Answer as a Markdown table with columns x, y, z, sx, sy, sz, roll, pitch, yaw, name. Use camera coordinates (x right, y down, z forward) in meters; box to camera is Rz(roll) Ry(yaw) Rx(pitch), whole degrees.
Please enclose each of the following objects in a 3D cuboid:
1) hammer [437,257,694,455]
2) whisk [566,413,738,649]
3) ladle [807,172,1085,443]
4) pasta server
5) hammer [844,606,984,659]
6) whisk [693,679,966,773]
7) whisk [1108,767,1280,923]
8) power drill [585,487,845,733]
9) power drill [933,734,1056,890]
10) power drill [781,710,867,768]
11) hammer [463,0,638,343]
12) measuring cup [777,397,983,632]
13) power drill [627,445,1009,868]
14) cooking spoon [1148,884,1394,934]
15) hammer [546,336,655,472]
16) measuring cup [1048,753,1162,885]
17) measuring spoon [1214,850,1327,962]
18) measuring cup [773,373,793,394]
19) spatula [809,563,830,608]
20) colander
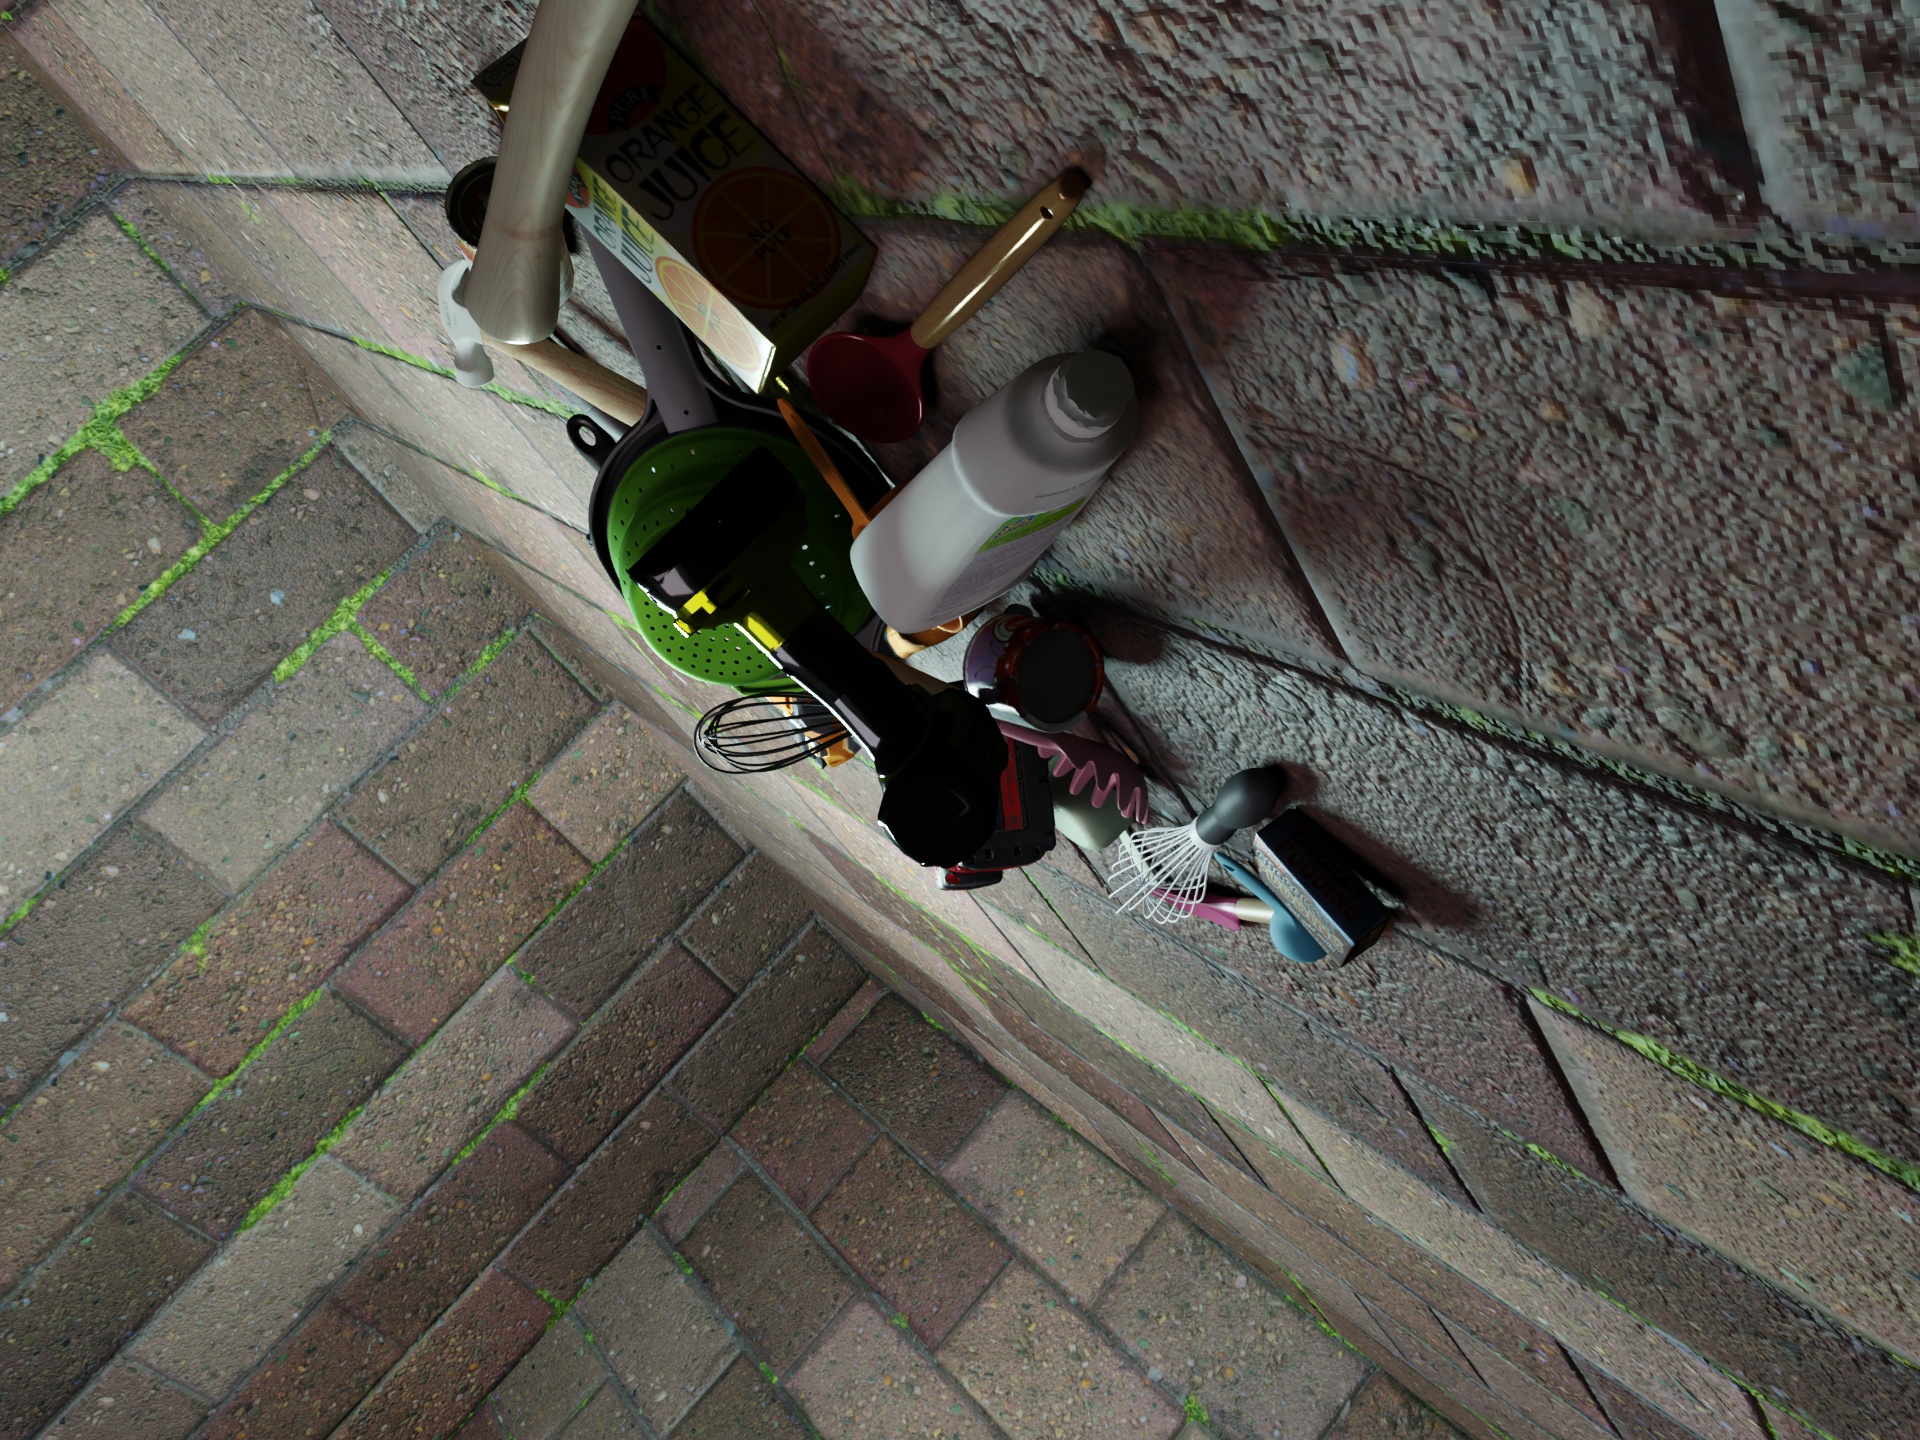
| x | y | z | sx | sy | sz | roll | pitch | yaw | name |
| --- | --- | --- | --- | --- | --- | --- | --- | --- | --- |
| -0.284 | -0.261 | 1.203 | 0.331 | 0.031 | 0.130 | 31 | 141 | 26 | hammer |
| -0.250 | -0.162 | 1.421 | 0.296 | 0.073 | 0.073 | 48 | 167 | 2 | whisk |
| -0.010 | -0.182 | 0.716 | 0.069 | 0.031 | 0.315 | 40 | 166 | -12 | ladle |
| -0.002 | -0.003 | 0.991 | 0.316 | 0.040 | 0.060 | 23 | 177 | -30 | pasta server |
| -0.033 | -0.057 | 1.154 | 0.127 | 0.034 | 0.337 | 45 | 167 | -6 | hammer |
| -0.053 | -0.003 | 1.031 | 0.055 | 0.239 | 0.055 | 173 | 89 | -85 | whisk |
| 0.149 | 0.076 | 1.001 | 0.070 | 0.070 | 0.284 | 42 | 161 | 6 | whisk |
| -0.186 | -0.089 | 1.261 | 0.226 | 0.084 | 0.164 | 46 | 171 | -32 | power drill |
| 0.010 | 0.052 | 1.196 | 0.219 | 0.078 | 0.143 | 130 | 134 | -79 | power drill |
| -0.044 | 0.049 | 1.429 | 0.226 | 0.084 | 0.185 | 36 | 167 | 13 | power drill |
| -0.162 | -0.274 | 0.634 | 0.146 | 0.038 | 0.410 | 46 | 151 | -6 | hammer |
| -0.037 | -0.129 | 0.908 | 0.173 | 0.052 | 0.095 | 53 | 164 | -28 | measuring cup |
| -0.063 | -0.036 | 0.863 | 0.223 | 0.080 | 0.171 | 47 | -164 | -12 | power drill |
| 0.202 | 0.127 | 1.066 | 0.068 | 0.017 | 0.319 | 29 | 169 | -12 | cooking spoon |
| -0.266 | -0.232 | 1.297 | 0.331 | 0.033 | 0.128 | 44 | 166 | 0 | hammer |
| 0.108 | 0.093 | 1.189 | 0.083 | 0.038 | 0.167 | 25 | 155 | 54 | measuring cup |
| 0.184 | 0.117 | 0.967 | 0.042 | 0.021 | 0.128 | 18 | 162 | 49 | measuring spoon |
| -0.163 | -0.246 | 0.952 | 0.156 | 0.029 | 0.062 | 46 | 167 | -5 | measuring cup |
| -0.129 | -0.108 | 1.162 | 0.318 | 0.044 | 0.082 | 49 | 174 | 23 | spatula |
| -0.162 | -0.153 | 0.935 | 0.204 | 0.095 | 0.396 | -9 | 125 | 15 | colander |
